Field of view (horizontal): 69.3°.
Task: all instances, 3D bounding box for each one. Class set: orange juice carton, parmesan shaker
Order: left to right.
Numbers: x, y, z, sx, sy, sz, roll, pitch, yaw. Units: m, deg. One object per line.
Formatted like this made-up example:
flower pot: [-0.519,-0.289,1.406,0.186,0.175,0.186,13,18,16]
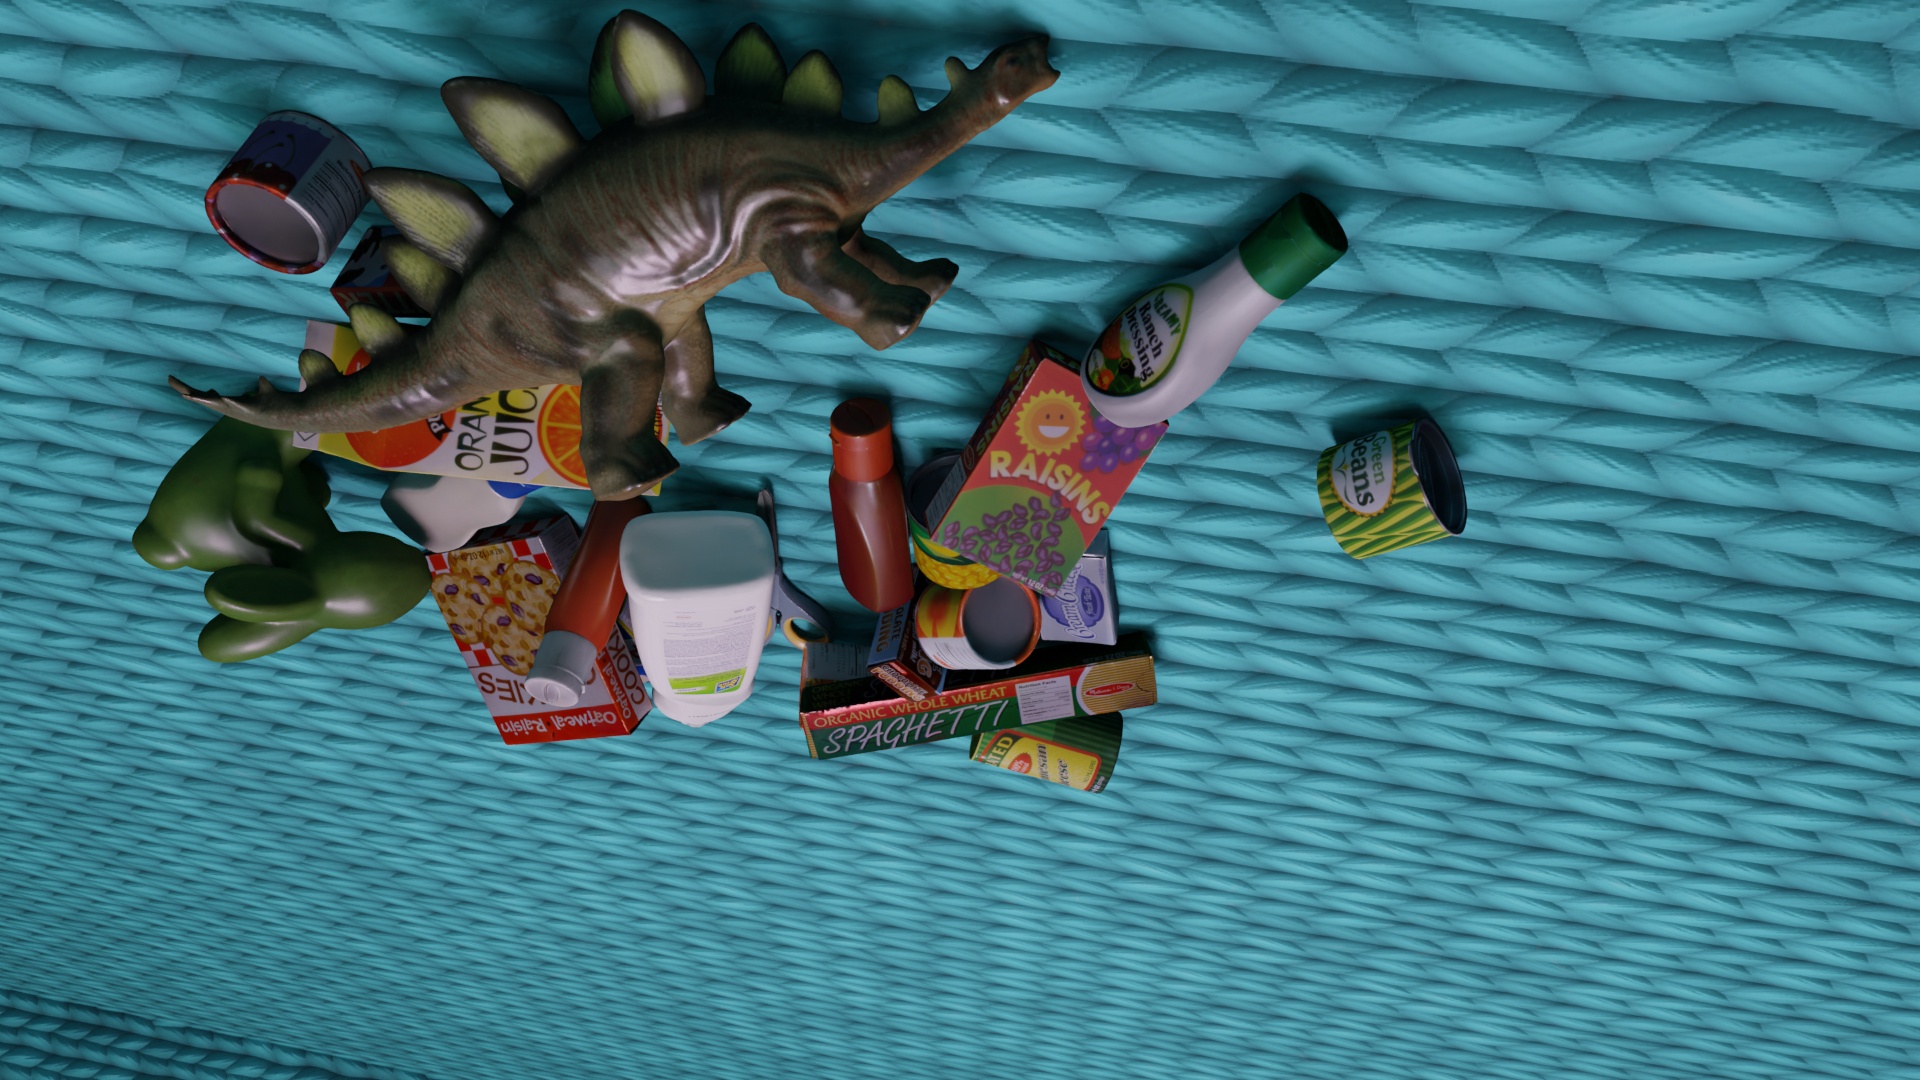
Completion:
orange juice carton: [-0.266,-0.076,0.781,0.193,0.071,0.073,5,-167,-25]
parmesan shaker: [0.065,0.146,1.052,0.103,0.072,0.071,16,144,-4]

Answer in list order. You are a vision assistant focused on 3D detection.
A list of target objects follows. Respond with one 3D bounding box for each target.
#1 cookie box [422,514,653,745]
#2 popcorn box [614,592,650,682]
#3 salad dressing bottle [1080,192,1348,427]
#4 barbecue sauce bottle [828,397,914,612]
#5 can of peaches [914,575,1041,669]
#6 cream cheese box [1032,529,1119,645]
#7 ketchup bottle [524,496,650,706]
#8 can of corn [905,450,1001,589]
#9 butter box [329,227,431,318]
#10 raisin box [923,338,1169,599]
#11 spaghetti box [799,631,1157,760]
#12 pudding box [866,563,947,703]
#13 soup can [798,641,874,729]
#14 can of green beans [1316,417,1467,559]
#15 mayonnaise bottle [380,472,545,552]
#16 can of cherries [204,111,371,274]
cookie box: [-0.317,0.071,1.036,0.123,0.040,0.167,-9,112,26]
popcorn box: [-0.293,0.076,1.097,0.126,0.038,0.085,-5,140,24]
salad dressing bottle: [0.124,-0.113,0.692,0.044,0.064,0.147,17,140,-37]
barbecue sauce bottle: [-0.058,-0.023,0.872,0.044,0.065,0.147,-24,141,-19]
can of peaches: [0.012,0.050,0.922,0.071,0.071,0.058,33,160,-24]
cream cheese box: [0.076,0.032,0.929,0.053,0.024,0.103,4,143,14]
ketchup bottle: [-0.251,0.040,0.940,0.043,0.149,0.064,16,144,-6]
can of corn: [0.003,-0.011,0.858,0.071,0.071,0.058,7,144,9]
butter box: [-0.295,-0.151,0.779,0.103,0.053,0.024,3,145,14]
raisin box: [0.047,-0.040,0.782,0.086,0.040,0.123,26,110,-17]
spaghetti box: [0.012,0.110,0.982,0.250,0.029,0.050,-9,127,1]
pudding box: [-0.031,0.064,0.956,0.030,0.084,0.049,-18,133,35]
soup can: [-0.076,0.113,1.035,0.084,0.072,0.071,4,145,-10]
can of green beans: [0.236,-0.028,0.762,0.057,0.071,0.071,-18,133,37]
mayonnaise bottle: [-0.334,-0.036,0.957,0.148,0.041,0.064,-18,127,34]
can of cherries: [-0.362,-0.186,0.748,0.071,0.059,0.071,8,144,6]
